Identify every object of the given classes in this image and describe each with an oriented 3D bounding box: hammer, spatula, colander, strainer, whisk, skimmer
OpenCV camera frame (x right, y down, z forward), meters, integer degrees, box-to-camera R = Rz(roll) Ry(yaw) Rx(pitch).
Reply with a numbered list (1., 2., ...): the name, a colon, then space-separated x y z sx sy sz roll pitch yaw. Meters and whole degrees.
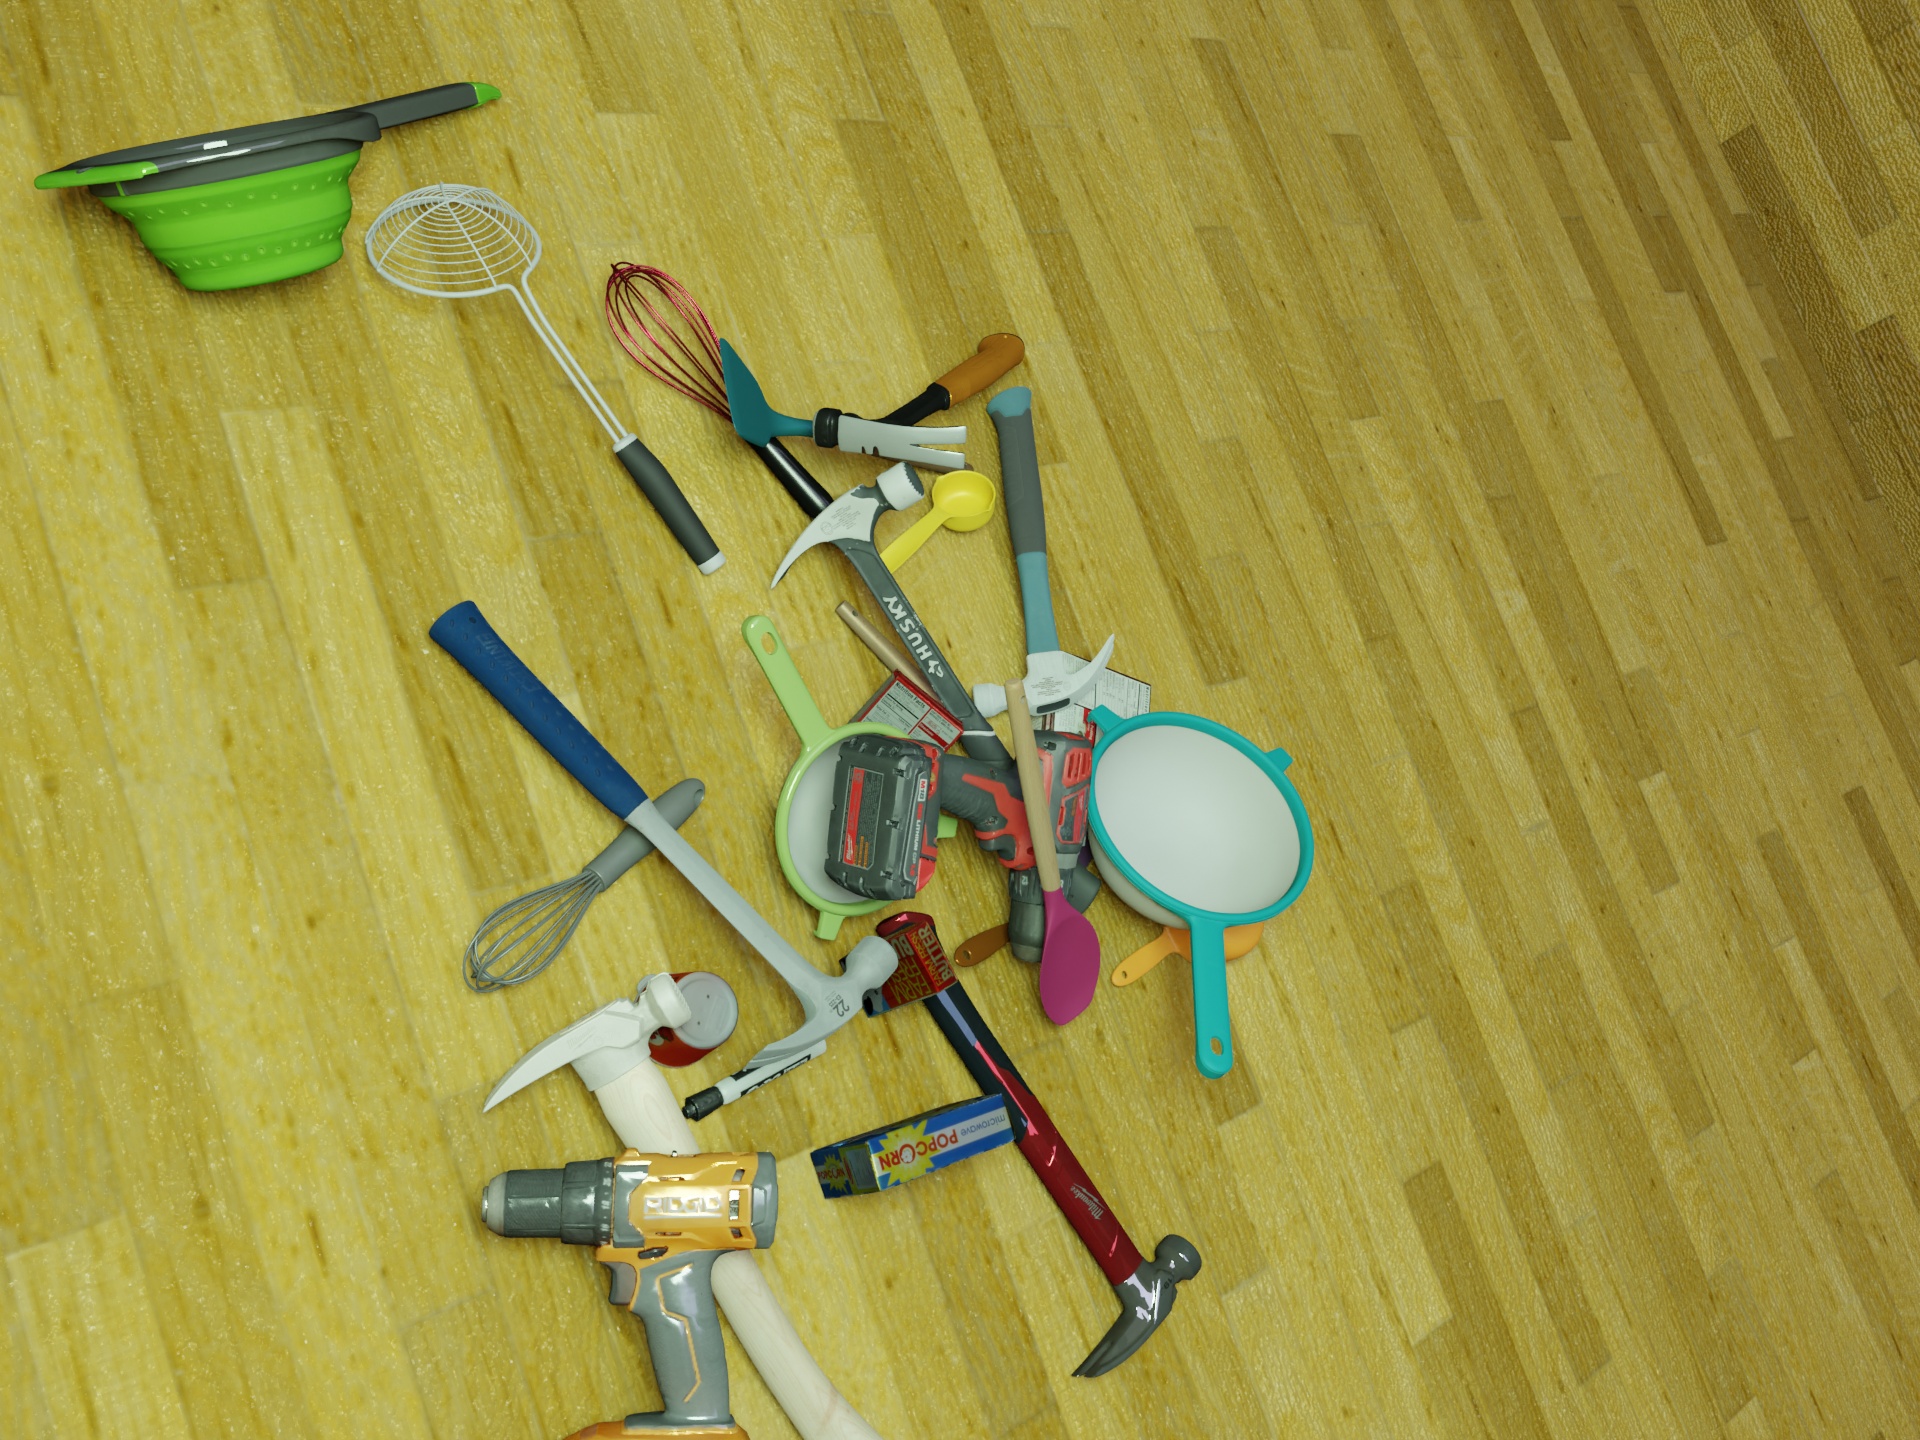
1. hammer: -0.002 -0.004 1.320 0.408 0.149 0.036 58 17 -12
2. spatula: -0.089 -0.242 1.341 0.317 0.044 0.082 5 68 -48
3. hammer: -0.225 0.073 1.126 0.405 0.035 0.144 45 43 1
4. hammer: 0.061 -0.159 1.438 0.128 0.033 0.331 -6 66 0
5. hammer: -0.161 0.382 1.078 0.146 0.038 0.410 -30 96 -10
6. spatula: 0.006 0.015 1.363 0.315 0.018 0.060 46 54 -12
7. colander: -0.460 -0.390 1.158 0.397 0.204 0.094 -49 137 -52
8. strainer: 0.187 0.153 1.331 0.211 0.095 0.341 13 51 -14
9. strainer: -0.114 0.029 1.212 0.151 0.069 0.256 -39 117 -27
10. hammer: 0.041 0.323 1.254 0.143 0.038 0.386 -36 94 -36
11. hammer: -0.003 -0.287 1.383 0.337 0.127 0.034 -50 147 -58
12. whisk: -0.261 0.110 1.129 0.055 0.055 0.239 51 48 -7
13. skimmer: -0.314 -0.261 1.249 0.363 0.090 0.127 55 51 -16
14. whisk: -0.188 -0.259 1.316 0.295 0.073 0.073 49 53 -15

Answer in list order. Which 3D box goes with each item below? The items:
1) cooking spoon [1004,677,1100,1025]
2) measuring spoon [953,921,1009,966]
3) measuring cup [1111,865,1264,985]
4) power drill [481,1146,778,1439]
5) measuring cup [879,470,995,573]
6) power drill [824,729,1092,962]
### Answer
1. cooking spoon: 0.066 0.106 1.223 0.069 0.017 0.318 -32 126 -31
2. measuring spoon: 0.028 0.177 1.294 0.021 0.011 0.117 59 32 8
3. measuring cup: 0.203 0.188 1.405 0.173 0.052 0.095 -26 88 -40
4. power drill: -0.211 0.386 1.003 0.185 0.084 0.226 3 80 -11
5. measuring cup: -0.029 -0.163 1.404 0.062 0.029 0.156 35 64 23
6. power drill: 0.009 0.098 1.230 0.226 0.080 0.188 3 95 -42
